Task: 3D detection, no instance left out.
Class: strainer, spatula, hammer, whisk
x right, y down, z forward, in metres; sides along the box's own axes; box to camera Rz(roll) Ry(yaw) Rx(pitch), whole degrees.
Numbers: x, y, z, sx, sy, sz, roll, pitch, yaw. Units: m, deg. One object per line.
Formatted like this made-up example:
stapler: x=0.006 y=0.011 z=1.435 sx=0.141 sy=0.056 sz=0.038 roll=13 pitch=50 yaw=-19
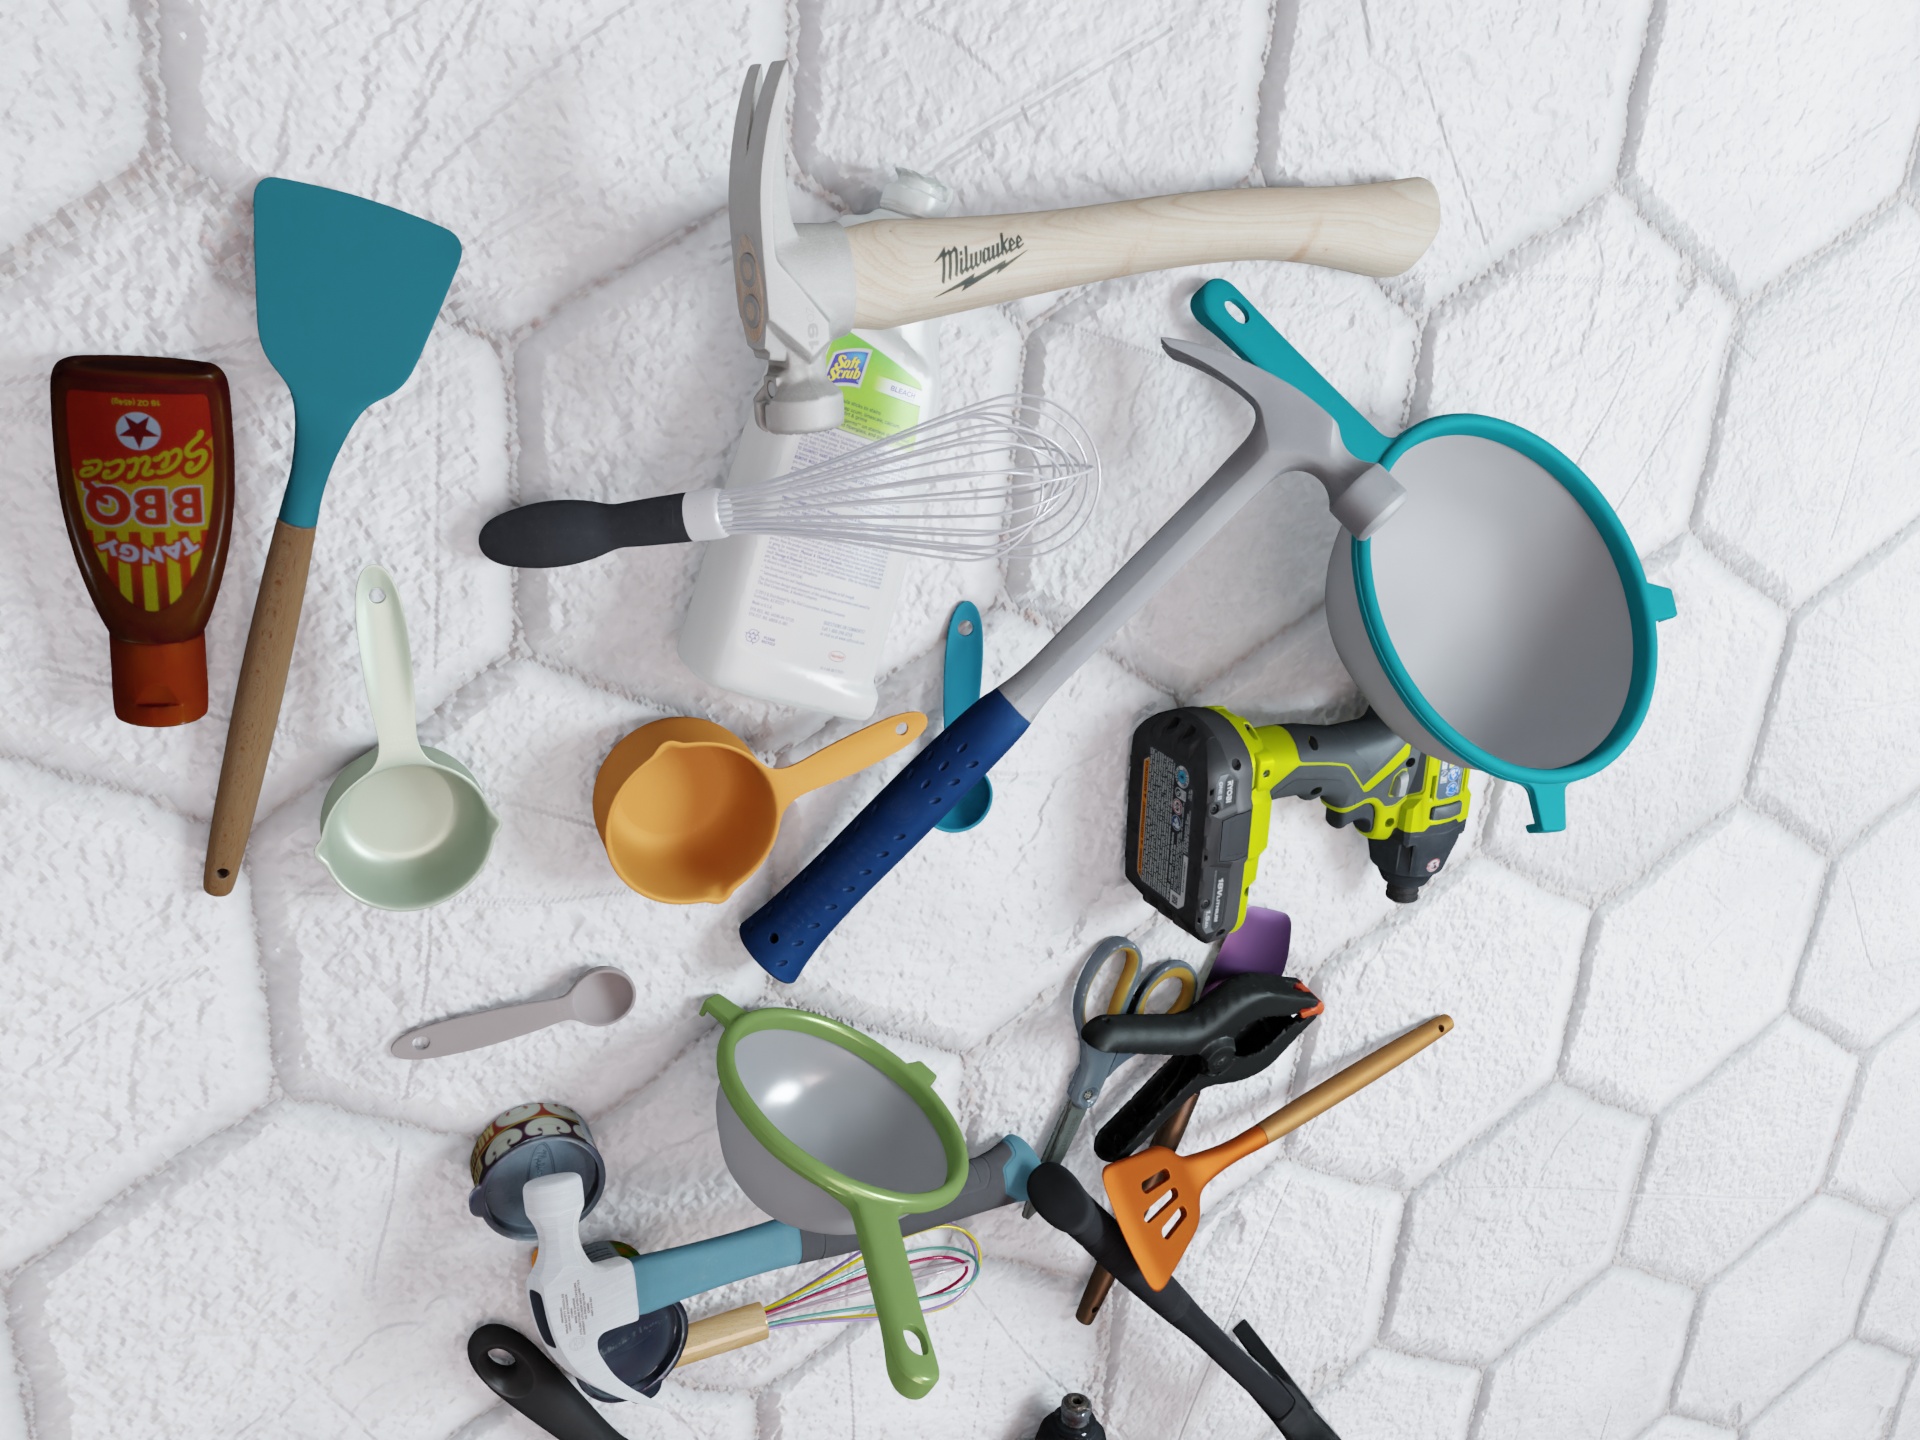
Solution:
strainer: x=-0.062 y=0.251 z=0.806 sx=0.151 sy=0.257 sz=0.069 roll=24 pitch=109 yaw=-26
spatula: x=0.144 y=0.266 z=1.053 sx=0.059 sy=0.018 sz=0.316 roll=16 pitch=102 yaw=-30
hammer: x=0.081 y=-0.237 z=0.751 sx=0.410 sy=0.038 sz=0.146 roll=-16 pitch=115 yaw=-31
spatula: x=0.221 y=0.264 z=1.051 sx=0.322 sy=0.041 sz=0.081 roll=-21 pitch=84 yaw=-29
whisk: x=-0.080 y=-0.095 z=0.695 sx=0.284 sy=0.070 sz=0.070 roll=-5 pitch=118 yaw=12
hammer: x=-0.083 y=0.289 z=0.901 sx=0.331 sy=0.033 sz=0.128 roll=-4 pitch=86 yaw=-38
spatula: x=-0.291 y=-0.066 z=0.689 sx=0.082 sy=0.044 sz=0.317 roll=10 pitch=111 yaw=-30
whisk: x=-0.192 y=0.447 z=0.944 sx=0.073 sy=0.073 sz=0.295 roll=-38 pitch=116 yaw=-7
whisk: x=-0.096 y=0.357 z=0.953 sx=0.245 sy=0.051 sz=0.047 roll=-10 pitch=122 yaw=-23
strainer: x=0.233 y=-0.101 z=0.883 sx=0.340 sy=0.095 sz=0.211 roll=43 pitch=61 yaw=-7
hammer: x=0.032 y=-0.020 z=0.823 sx=0.405 sy=0.035 sz=0.144 roll=-45 pitch=82 yaw=9
hammer: x=0.146 y=0.387 z=1.042 sx=0.035 sy=0.146 sz=0.334 roll=-44 pitch=119 yaw=-4

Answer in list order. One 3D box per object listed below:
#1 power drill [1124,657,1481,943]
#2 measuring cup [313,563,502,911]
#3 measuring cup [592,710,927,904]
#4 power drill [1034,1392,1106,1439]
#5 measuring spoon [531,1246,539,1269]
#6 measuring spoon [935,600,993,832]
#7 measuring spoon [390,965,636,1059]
power drill: x=0.214 y=0.051 z=0.962 sx=0.223 sy=0.080 sz=0.171 roll=-10 pitch=115 yaw=-26
measuring cup: x=-0.259 y=0.006 z=0.727 sx=0.083 sy=0.038 sz=0.167 roll=-9 pitch=113 yaw=-23
measuring cup: x=-0.102 y=0.025 z=0.805 sx=0.173 sy=0.052 sz=0.095 roll=-24 pitch=120 yaw=-17
power drill: x=0.002 y=0.545 z=1.069 sx=0.226 sy=0.084 sz=0.164 roll=-6 pitch=113 yaw=-29
measuring spoon: x=-0.218 y=0.341 z=0.911 sx=0.021 sy=0.011 sz=0.116 roll=-33 pitch=120 yaw=-24
measuring spoon: x=-0.001 y=-0.003 z=0.867 sx=0.042 sy=0.021 sz=0.128 roll=2 pitch=102 yaw=-9
measuring spoon: x=-0.230 y=0.151 z=0.821 sx=0.124 sy=0.018 sz=0.034 roll=-13 pitch=117 yaw=-14
